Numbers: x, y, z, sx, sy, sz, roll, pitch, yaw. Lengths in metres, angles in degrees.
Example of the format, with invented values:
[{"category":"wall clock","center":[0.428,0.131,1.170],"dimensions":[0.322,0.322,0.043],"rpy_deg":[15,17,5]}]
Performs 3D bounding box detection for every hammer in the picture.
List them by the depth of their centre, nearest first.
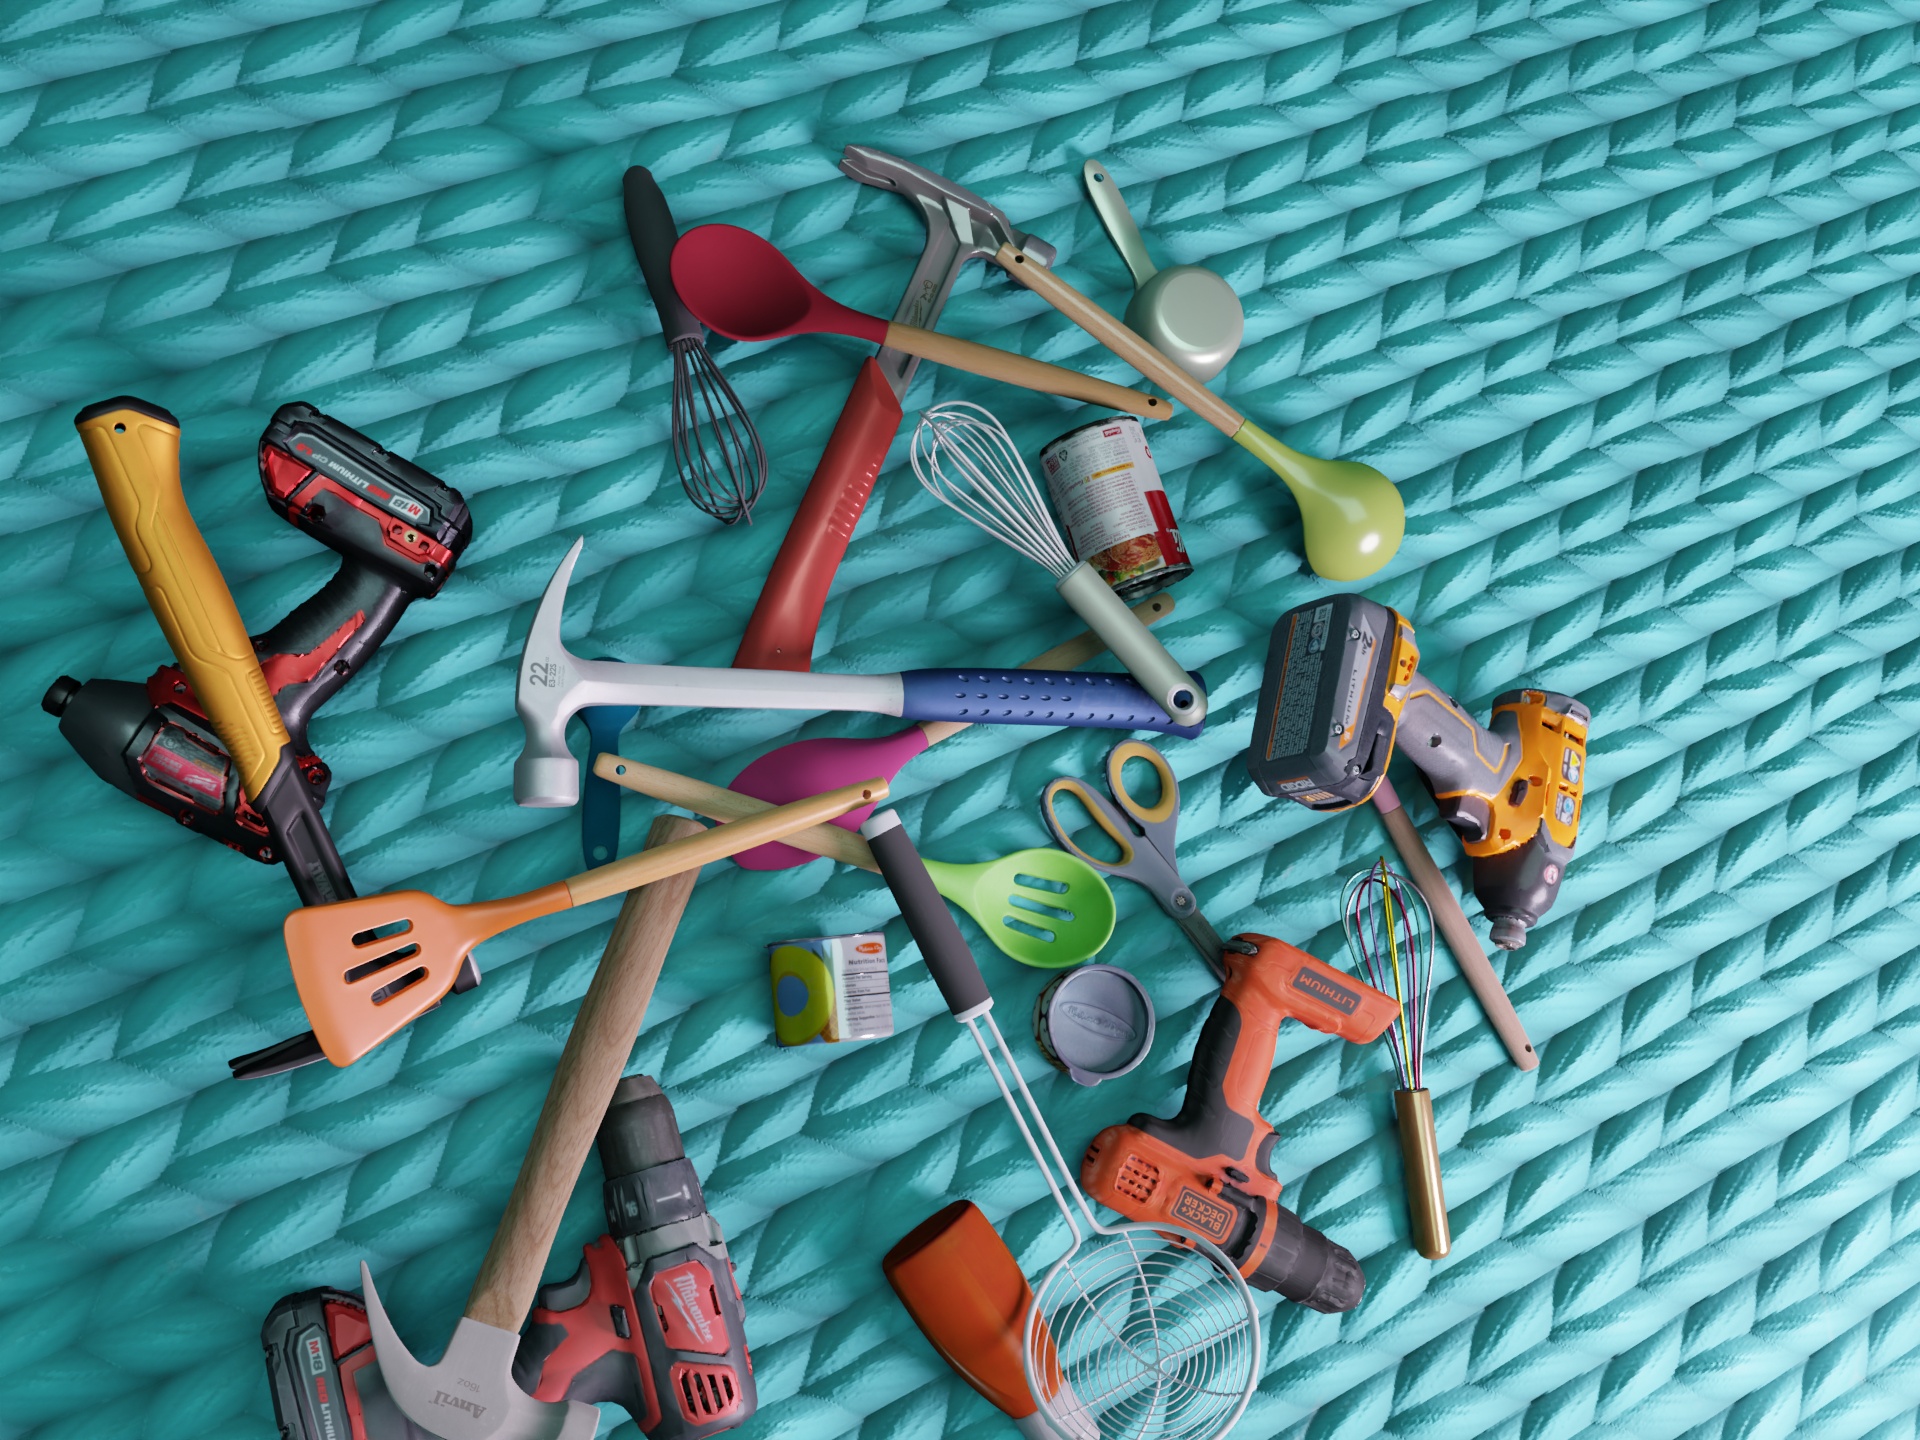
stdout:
[{"category":"hammer","center":[-0.357,0.008,0.782],"dimensions":[0.127,0.034,0.336],"rpy_deg":[-24,105,-25]},{"category":"hammer","center":[-0.199,0.194,0.815],"dimensions":[0.130,0.031,0.332],"rpy_deg":[21,58,-8]},{"category":"hammer","center":[-0.045,-0.021,0.909],"dimensions":[0.405,0.035,0.144],"rpy_deg":[2,83,-21]},{"category":"hammer","center":[-0.068,-0.176,0.966],"dimensions":[0.149,0.036,0.359],"rpy_deg":[25,74,-9]}]

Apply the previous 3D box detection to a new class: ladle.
[{"category":"ladle","center":[-0.020,-0.228,0.955],"dimensions":[0.315,0.031,0.069],"rpy_deg":[14,77,-11]},{"category":"ladle","center":[0.152,-0.199,1.012],"dimensions":[0.320,0.062,0.078],"rpy_deg":[35,81,-5]}]

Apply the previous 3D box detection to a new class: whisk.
[{"category":"whisk","center":[0.059,-0.091,0.936],"dimensions":[0.058,0.059,0.246],"rpy_deg":[-42,90,4]},{"category":"whisk","center":[-0.163,-0.225,0.950],"dimensions":[0.055,0.055,0.239],"rpy_deg":[-14,79,-17]},{"category":"whisk","center":[0.272,0.205,0.976],"dimensions":[0.051,0.047,0.245],"rpy_deg":[-5,84,-16]}]

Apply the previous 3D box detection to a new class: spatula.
[{"category":"spatula","center":[-0.181,0.085,0.837],"dimensions":[0.322,0.041,0.081],"rpy_deg":[-18,97,-22]}]

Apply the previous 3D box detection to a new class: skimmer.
[{"category":"skimmer","center":[0.036,0.212,0.852],"dimensions":[0.127,0.090,0.363],"rpy_deg":[-27,86,-1]}]

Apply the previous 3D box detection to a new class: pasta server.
[{"category":"pasta server","center":[0.291,0.079,1.008],"dimensions":[0.060,0.040,0.316],"rpy_deg":[-27,88,-29]}]

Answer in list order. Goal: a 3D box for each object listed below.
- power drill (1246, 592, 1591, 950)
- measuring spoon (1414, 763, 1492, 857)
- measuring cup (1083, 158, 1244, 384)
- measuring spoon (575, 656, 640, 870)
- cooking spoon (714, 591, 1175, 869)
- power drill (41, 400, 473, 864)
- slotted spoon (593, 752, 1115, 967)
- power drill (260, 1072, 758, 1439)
[{"category":"power drill","center":[0.284,0.034,0.957],"dimensions":[0.226,0.084,0.164],"rpy_deg":[23,70,-25]},{"category":"measuring spoon","center":[0.328,0.073,1.033],"dimensions":[0.034,0.018,0.124],"rpy_deg":[-26,80,-17]},{"category":"measuring cup","center":[0.127,-0.300,1.038],"dimensions":[0.083,0.038,0.167],"rpy_deg":[-28,89,-18]},{"category":"measuring spoon","center":[-0.201,0.025,0.899],"dimensions":[0.042,0.021,0.129],"rpy_deg":[2,78,-14]},{"category":"cooking spoon","center":[-0.002,-0.003,0.958],"dimensions":[0.319,0.017,0.069],"rpy_deg":[-29,88,-17]},{"category":"power drill","center":[-0.367,-0.049,0.842],"dimensions":[0.143,0.078,0.220],"rpy_deg":[30,77,-13]},{"category":"slotted spoon","center":[-0.058,0.073,0.914],"dimensions":[0.313,0.031,0.070],"rpy_deg":[19,79,-14]},{"category":"power drill","center":[-0.228,0.297,0.812],"dimensions":[0.226,0.080,0.188],"rpy_deg":[-12,75,-20]}]
